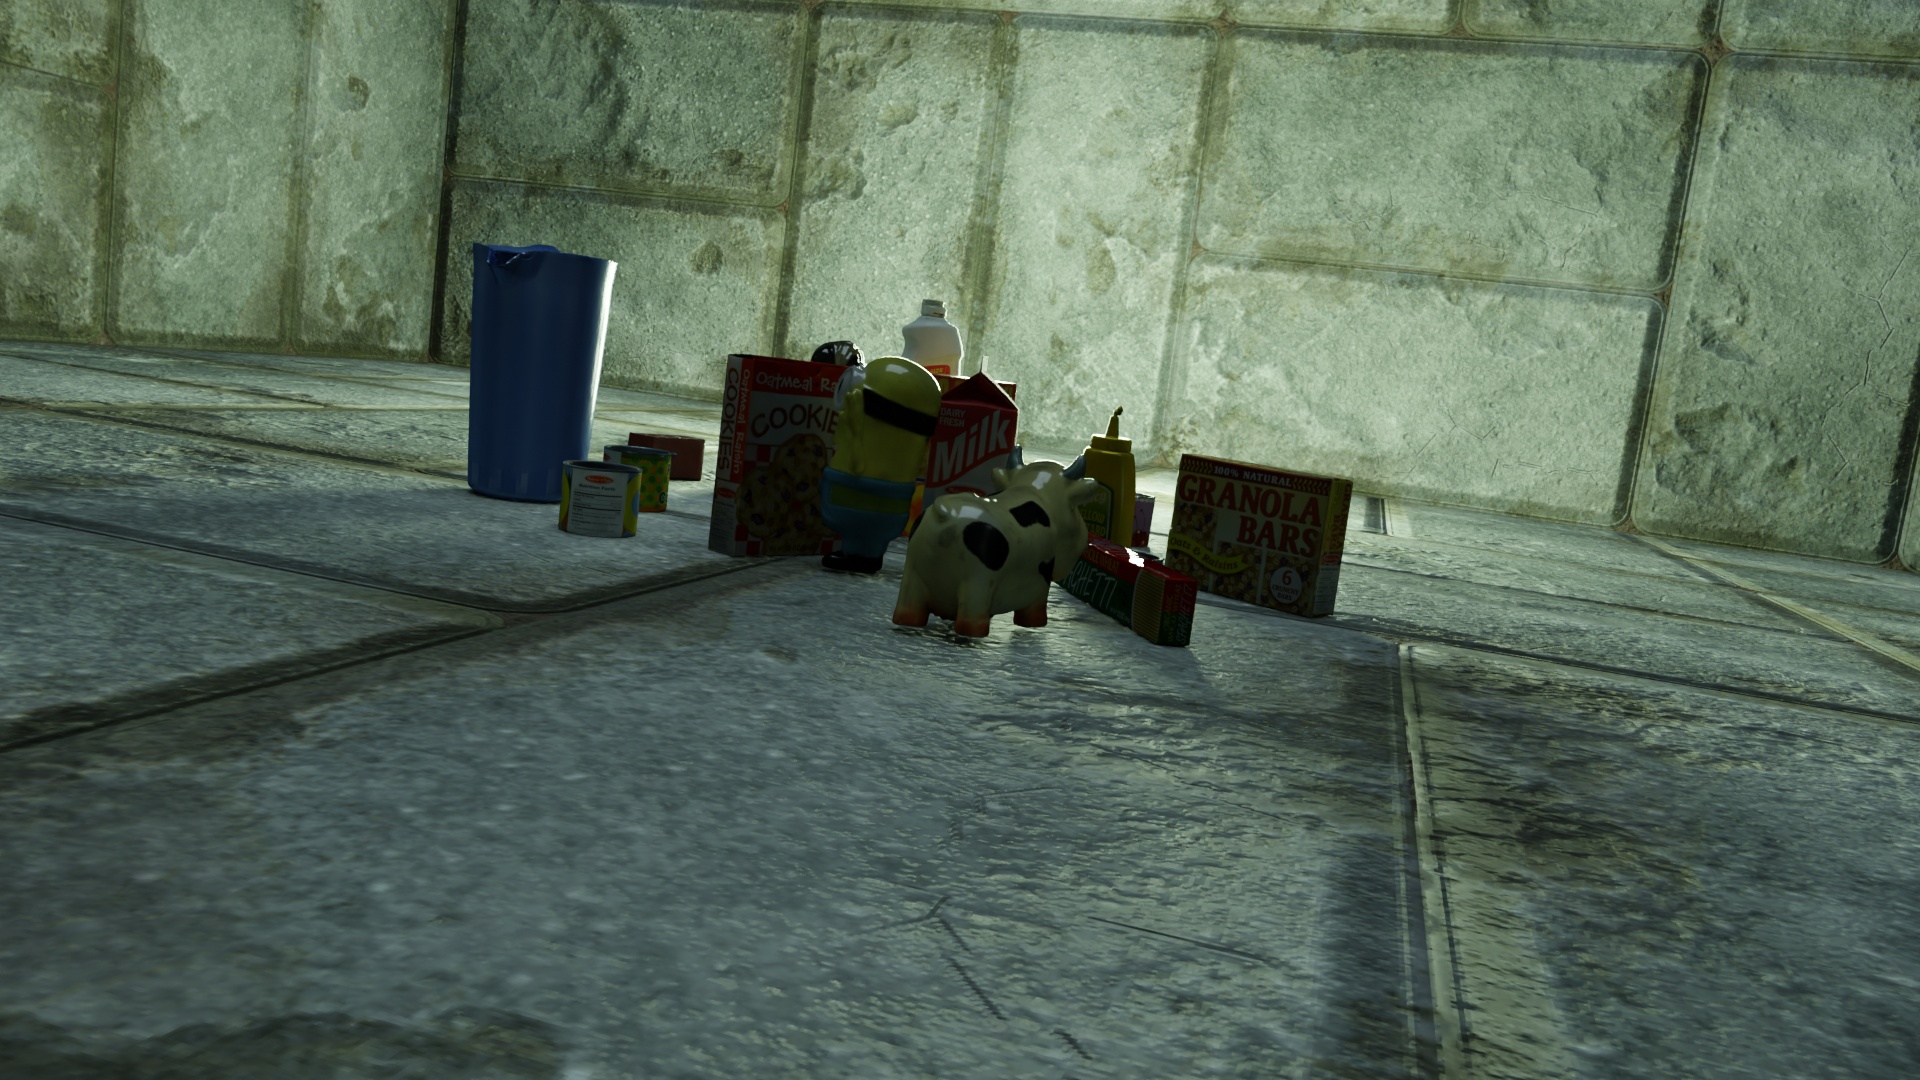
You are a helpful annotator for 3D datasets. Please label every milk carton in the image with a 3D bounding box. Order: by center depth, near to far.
[{"bbox_3d":[0.009,-0.065,1.200,0.073,0.190,0.072,8,7,3],"label":"milk carton"}]

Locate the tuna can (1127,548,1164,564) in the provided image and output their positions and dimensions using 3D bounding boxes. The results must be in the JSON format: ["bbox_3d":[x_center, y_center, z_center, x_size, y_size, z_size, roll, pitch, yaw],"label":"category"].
[{"bbox_3d":[0.147,0.027,1.244,0.071,0.032,0.071,7,7,-1],"label":"tuna can"}]

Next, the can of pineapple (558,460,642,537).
[{"bbox_3d":[-0.308,-0.036,1.189,0.071,0.057,0.071,7,7,-1],"label":"can of pineapple"}]

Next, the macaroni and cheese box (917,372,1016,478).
[{"bbox_3d":[-0.006,-0.101,1.563,0.124,0.166,0.040,3,8,-31],"label":"macaroni and cheese box"}]

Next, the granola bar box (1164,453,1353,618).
[{"bbox_3d":[0.267,-0.007,1.267,0.039,0.124,0.165,1,10,-45],"label":"granola bar box"}]

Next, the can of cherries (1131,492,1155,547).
[{"bbox_3d":[0.190,-0.026,1.595,0.071,0.058,0.071,7,7,-1],"label":"can of cherries"}]

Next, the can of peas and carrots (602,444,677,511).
[{"bbox_3d":[-0.318,-0.061,1.369,0.071,0.058,0.071,7,7,-1],"label":"can of peas and carrots"}]

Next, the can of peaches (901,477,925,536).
[{"bbox_3d":[-0.064,-0.037,1.432,0.071,0.058,0.071,7,7,-1],"label":"can of peaches"}]

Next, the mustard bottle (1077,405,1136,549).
[{"bbox_3d":[0.137,-0.050,1.332,0.065,0.160,0.049,11,8,28],"label":"mustard bottle"}]

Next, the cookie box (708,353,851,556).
[{"bbox_3d":[-0.147,-0.072,1.190,0.040,0.167,0.123,13,9,43],"label":"cookie box"}]

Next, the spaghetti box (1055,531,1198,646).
[{"bbox_3d":[0.125,0.033,1.110,0.029,0.050,0.250,5,8,-15],"label":"spaghetti box"}]
